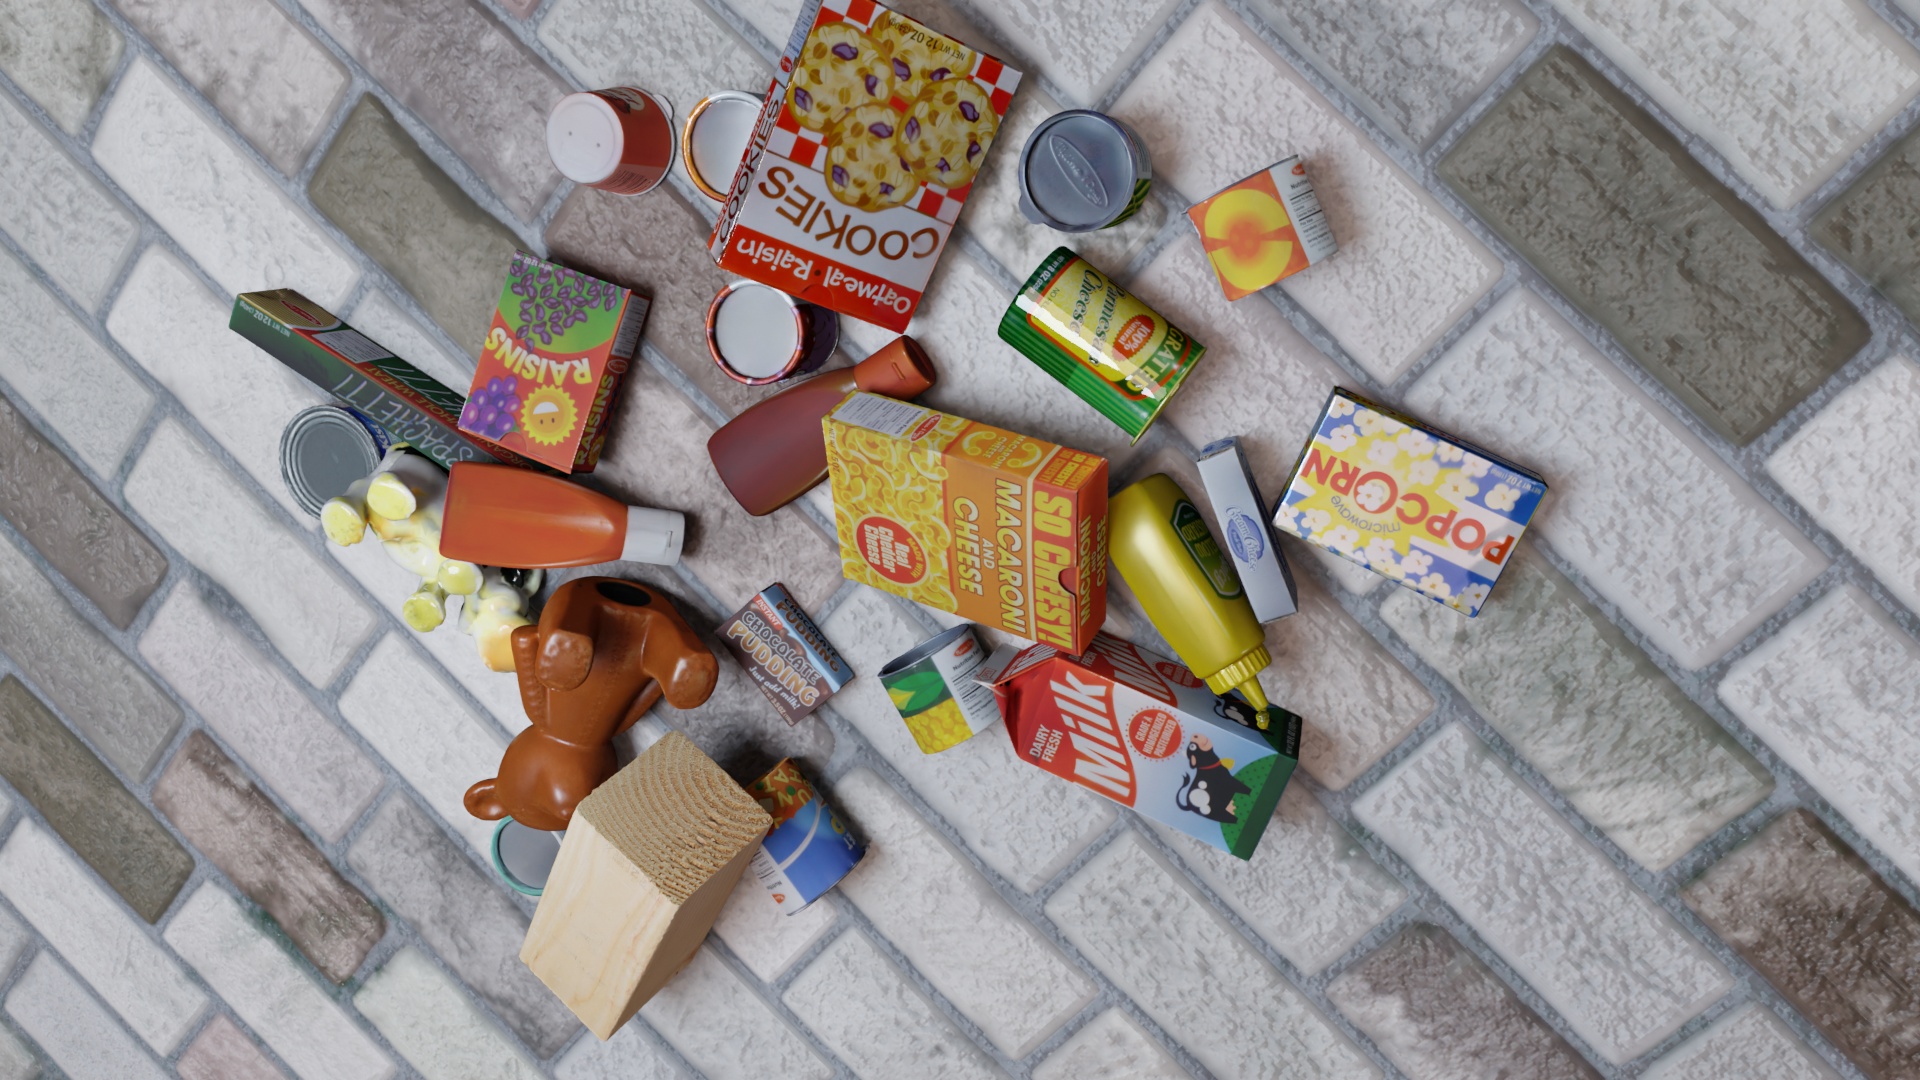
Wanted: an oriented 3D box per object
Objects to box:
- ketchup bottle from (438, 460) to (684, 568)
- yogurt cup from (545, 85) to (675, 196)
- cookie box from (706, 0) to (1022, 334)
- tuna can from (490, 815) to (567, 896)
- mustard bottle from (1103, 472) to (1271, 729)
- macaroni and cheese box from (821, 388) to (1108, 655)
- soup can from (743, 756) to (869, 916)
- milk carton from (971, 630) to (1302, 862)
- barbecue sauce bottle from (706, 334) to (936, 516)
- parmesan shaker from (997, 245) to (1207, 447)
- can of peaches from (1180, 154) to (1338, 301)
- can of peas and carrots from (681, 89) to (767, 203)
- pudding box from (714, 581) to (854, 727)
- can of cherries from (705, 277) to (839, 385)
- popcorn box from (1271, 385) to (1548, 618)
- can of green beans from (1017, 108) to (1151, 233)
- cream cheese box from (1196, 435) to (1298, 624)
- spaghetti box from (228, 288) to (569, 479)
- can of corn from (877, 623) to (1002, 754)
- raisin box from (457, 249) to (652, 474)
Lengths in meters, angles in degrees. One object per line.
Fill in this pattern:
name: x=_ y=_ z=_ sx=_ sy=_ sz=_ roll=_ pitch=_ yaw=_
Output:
ketchup bottle: x=-0.255 y=-0.010 z=0.898 sx=0.149 sy=0.043 sz=0.064 roll=8 pitch=92 yaw=-20
yogurt cup: x=-0.220 y=-0.248 z=0.862 sx=0.072 sy=0.054 sz=0.072 roll=4 pitch=105 yaw=16
cookie box: x=-0.056 y=-0.216 z=0.794 sx=0.123 sy=0.040 sz=0.166 roll=16 pitch=111 yaw=-27
tuna can: x=-0.307 y=0.223 z=1.010 sx=0.071 sy=0.033 sz=0.071 roll=4 pitch=103 yaw=15
mustard bottle: x=0.140 y=0.037 z=0.810 sx=0.048 sy=0.065 sz=0.160 roll=-35 pitch=84 yaw=30
macaroni and cheese box: x=0.003 y=-0.010 z=0.816 sx=0.166 sy=0.040 sz=0.123 roll=18 pitch=134 yaw=25
soup can: x=-0.113 y=0.196 z=0.931 sx=0.071 sy=0.071 sz=0.084 roll=-37 pitch=90 yaw=21
milk carton: x=0.103 y=0.111 z=0.842 sx=0.191 sy=0.072 sz=0.073 roll=23 pitch=109 yaw=10
barbecue sauce bottle: x=-0.085 y=-0.075 z=0.869 sx=0.148 sy=0.044 sz=0.065 roll=-30 pitch=95 yaw=20
parmesan shaker: x=0.079 y=-0.112 z=0.798 sx=0.103 sy=0.071 sz=0.071 roll=37 pitch=110 yaw=5
can of peaches: x=0.164 y=-0.169 z=0.762 sx=0.071 sy=0.071 sz=0.058 roll=-24 pitch=96 yaw=20
can of peas and carrots: x=-0.126 y=-0.233 z=0.835 sx=0.071 sy=0.059 sz=0.070 roll=4 pitch=104 yaw=16
pudding box: x=-0.116 y=0.075 z=0.921 sx=0.049 sy=0.030 sz=0.083 roll=-39 pitch=90 yaw=20
can of cherries: x=-0.116 y=-0.128 z=0.857 sx=0.071 sy=0.058 sz=0.071 roll=4 pitch=104 yaw=15
popcorn box: x=0.251 y=-0.023 z=0.785 sx=0.127 sy=0.038 sz=0.085 roll=26 pitch=109 yaw=9
can of green beans: x=0.071 y=-0.208 z=0.784 sx=0.071 sy=0.058 sz=0.071 roll=4 pitch=104 yaw=15
cream cheese box: x=0.167 y=-0.008 z=0.805 sx=0.024 sy=0.053 sz=0.103 roll=-21 pitch=97 yaw=16
spaghetti box: x=-0.382 y=-0.098 z=0.947 sx=0.250 sy=0.050 sz=0.028 roll=32 pitch=111 yaw=7
can of corn: x=-0.011 y=0.094 z=0.876 sx=0.071 sy=0.071 sz=0.058 roll=-28 pitch=94 yaw=21
raisin box: x=-0.262 y=-0.114 z=0.899 sx=0.086 sy=0.040 sz=0.123 roll=21 pitch=94 yaw=9
